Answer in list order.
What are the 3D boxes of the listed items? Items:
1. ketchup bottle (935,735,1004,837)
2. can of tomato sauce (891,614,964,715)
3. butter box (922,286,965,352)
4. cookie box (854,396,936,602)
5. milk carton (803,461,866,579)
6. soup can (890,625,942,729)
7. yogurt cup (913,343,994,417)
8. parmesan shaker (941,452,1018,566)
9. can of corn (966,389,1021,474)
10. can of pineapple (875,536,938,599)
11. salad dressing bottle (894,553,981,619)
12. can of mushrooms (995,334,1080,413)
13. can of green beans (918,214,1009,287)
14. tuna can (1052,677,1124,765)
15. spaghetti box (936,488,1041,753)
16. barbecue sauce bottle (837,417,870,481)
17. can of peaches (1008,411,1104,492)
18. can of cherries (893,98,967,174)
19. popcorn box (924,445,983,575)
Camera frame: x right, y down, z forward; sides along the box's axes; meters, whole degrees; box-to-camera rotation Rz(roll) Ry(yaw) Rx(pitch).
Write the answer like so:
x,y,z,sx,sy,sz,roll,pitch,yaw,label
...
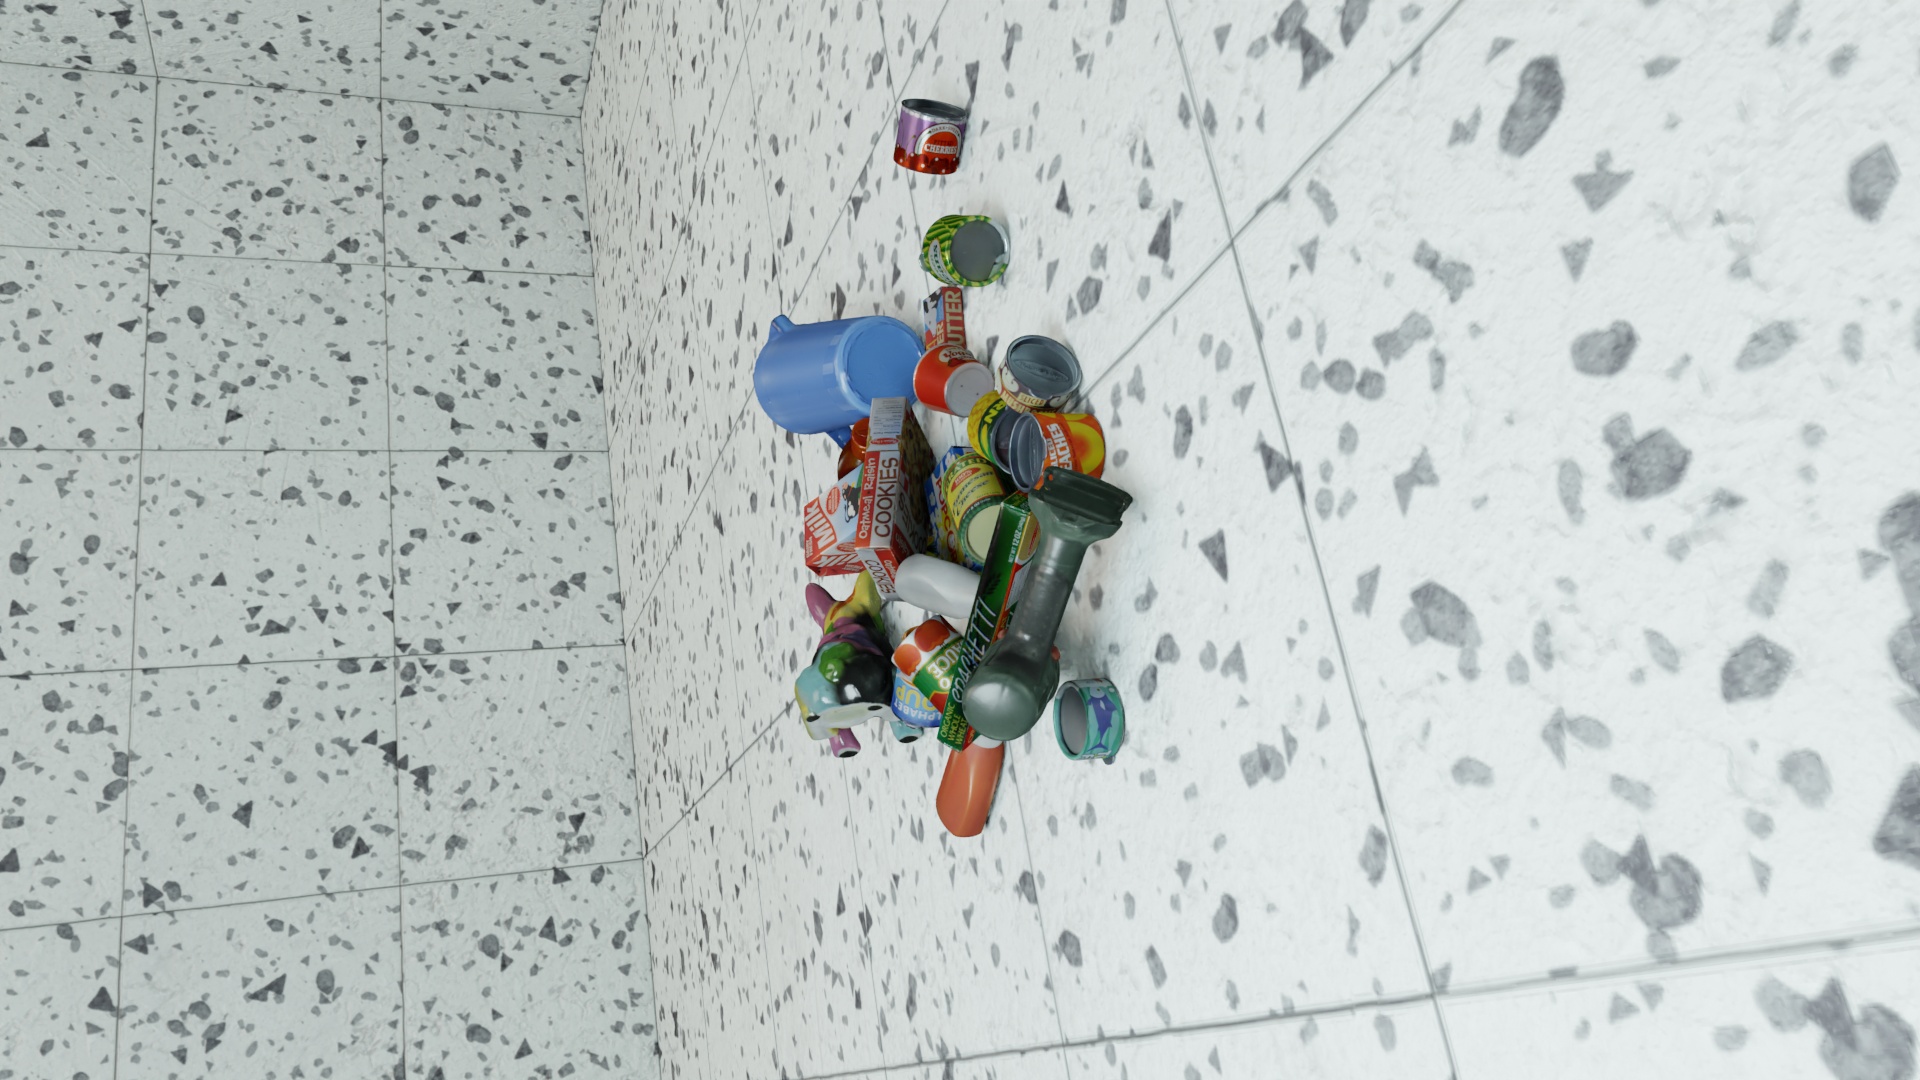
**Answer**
x,y,z,sx,sy,sz,roll,pitch,yaw,label
0.014,0.212,1.325,0.065,0.043,0.148,-120,36,-47,ketchup bottle
-0.014,0.120,1.314,0.083,0.071,0.070,45,142,14,can of tomato sauce
-0.016,-0.200,1.402,0.053,0.024,0.103,159,109,-66,butter box
-0.062,-0.039,1.375,0.122,0.040,0.168,65,-153,-60,cookie box
-0.116,-0.018,1.526,0.190,0.073,0.072,-30,57,50,milk carton
-0.032,0.137,1.398,0.071,0.071,0.083,-130,44,-56,soup can
-0.004,-0.150,1.329,0.054,0.072,0.072,33,122,53,yogurt cup
0.026,-0.030,1.238,0.103,0.071,0.071,-110,28,-61,parmesan shaker
0.045,-0.097,1.208,0.058,0.071,0.071,-143,55,-62,can of corn
-0.054,0.027,1.458,0.071,0.058,0.071,180,89,-67,can of pineapple
0.006,0.049,1.272,0.148,0.044,0.064,14,148,40,salad dressing bottle
0.064,-0.135,1.162,0.033,0.071,0.071,119,142,-51,can of mushrooms
0.005,-0.270,1.296,0.058,0.071,0.071,-152,64,-63,can of green beans
0.103,0.148,1.127,0.071,0.033,0.071,180,89,-67,tuna can
0.028,0.071,1.194,0.029,0.050,0.248,25,119,19,spaghetti box
-0.102,-0.089,1.511,0.148,0.065,0.044,106,169,-72,barbecue sauce bottle
0.080,-0.072,1.141,0.071,0.058,0.071,180,89,-66,can of peaches
-0.029,-0.398,1.372,0.072,0.071,0.058,-124,39,-51,can of cherries
0.005,-0.017,1.344,0.085,0.038,0.127,128,135,-58,popcorn box
